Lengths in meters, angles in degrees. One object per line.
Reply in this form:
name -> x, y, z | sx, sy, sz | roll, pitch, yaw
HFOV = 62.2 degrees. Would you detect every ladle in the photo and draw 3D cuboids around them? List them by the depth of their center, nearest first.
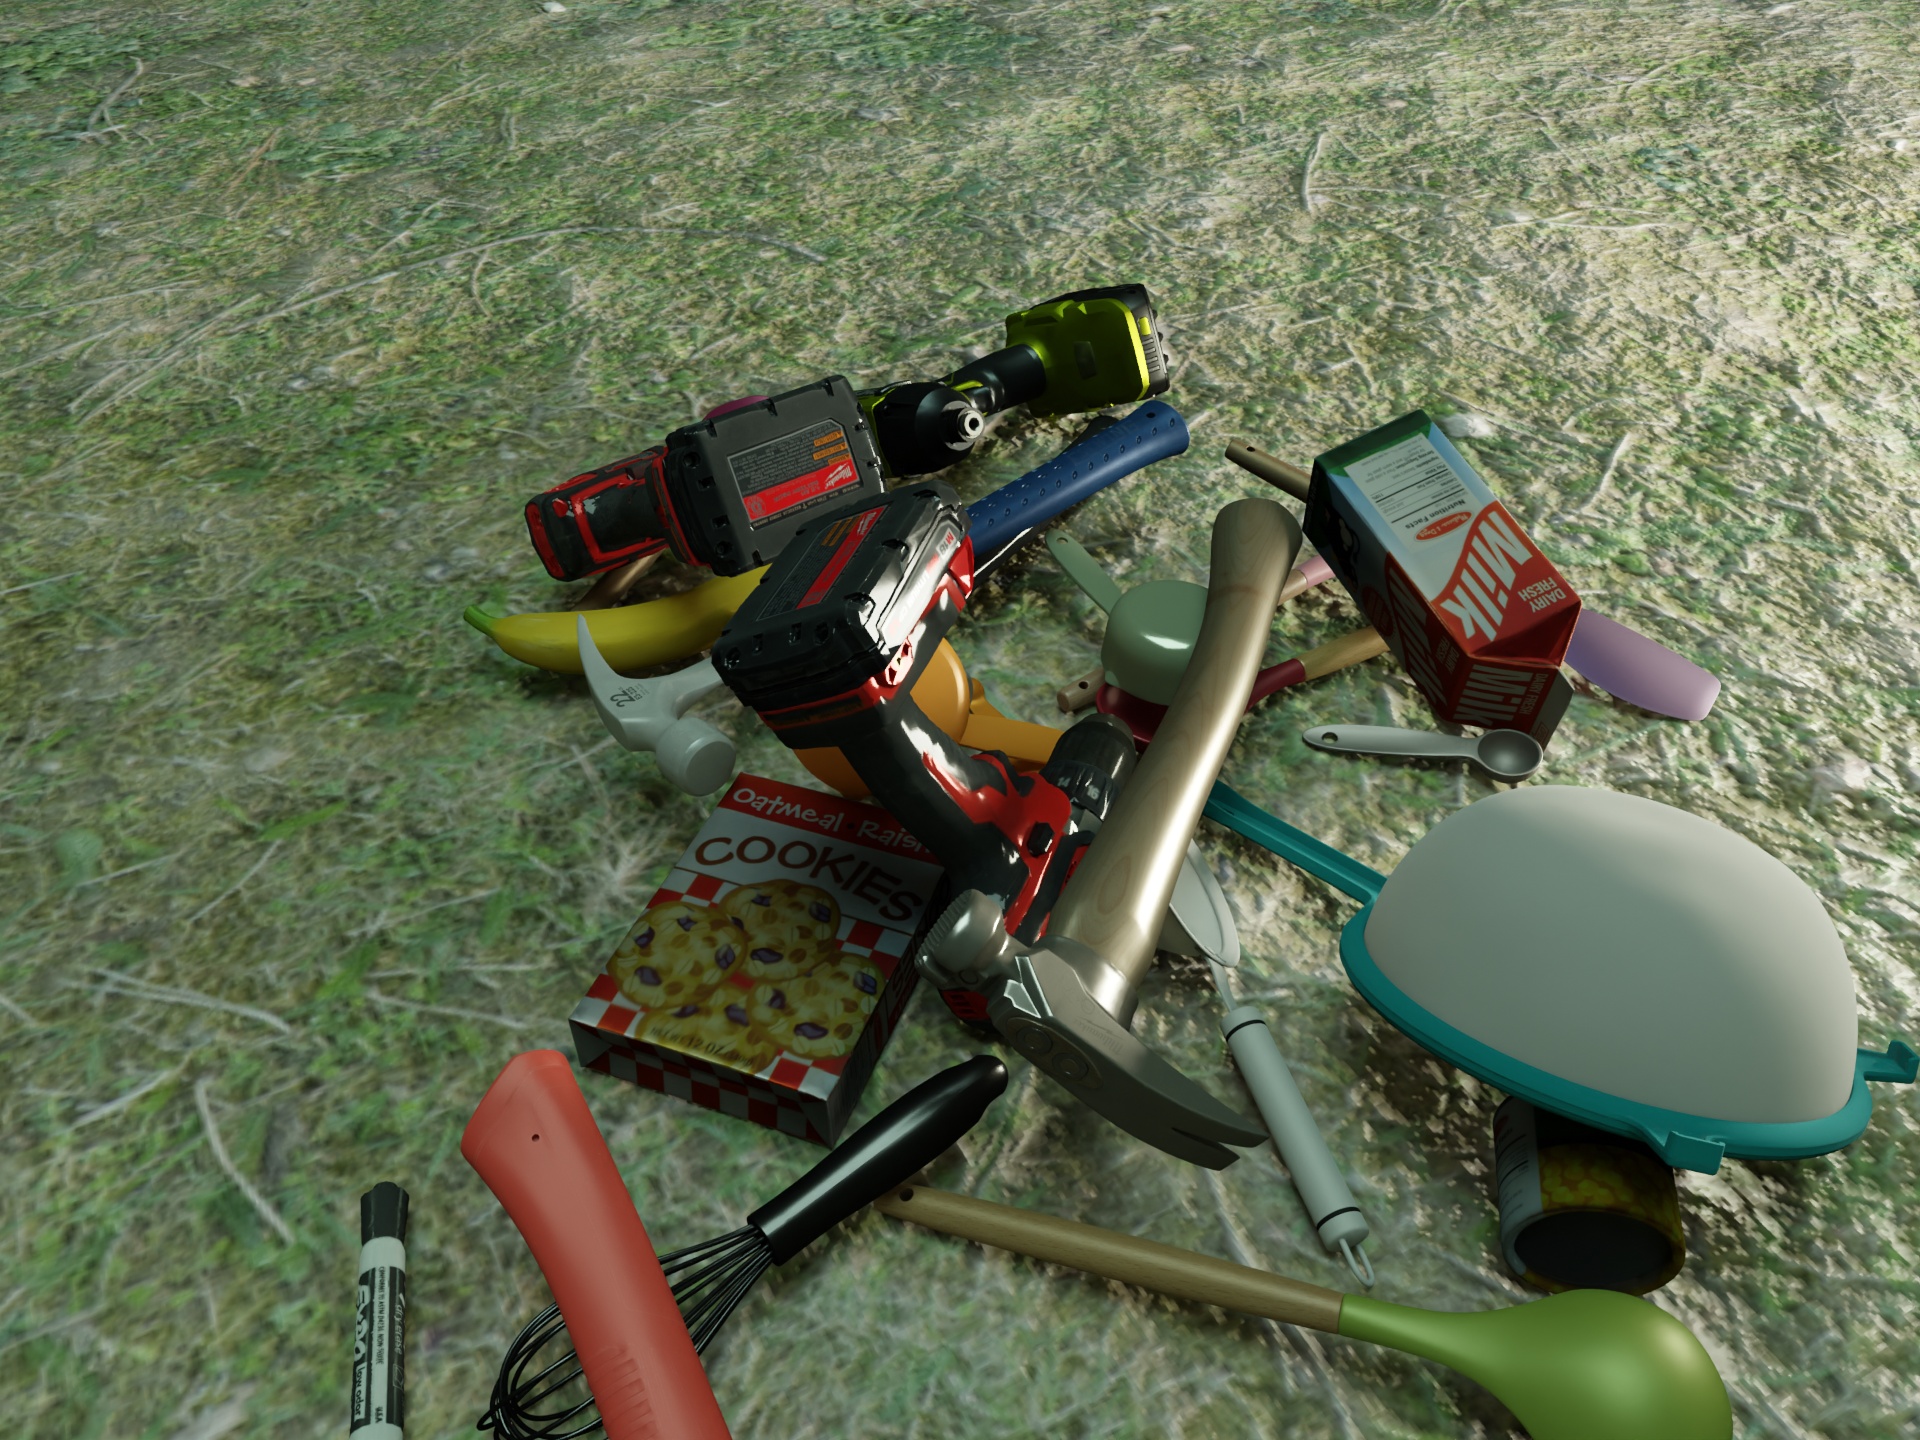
ladle -> 0.117, 0.222, 0.601 | 0.320, 0.062, 0.078 | 8, 50, 20
ladle -> 0.212, -0.038, 0.908 | 0.315, 0.031, 0.069 | -20, 47, -24

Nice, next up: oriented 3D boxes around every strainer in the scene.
strainer -> 0.232, 0.061, 0.697 | 0.211, 0.095, 0.341 | -3, 22, -39
strainer -> 0.118, 0.128, 0.698 | 0.050, 0.086, 0.259 | -37, 47, 16

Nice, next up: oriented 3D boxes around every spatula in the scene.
spatula -> 0.292, -0.088, 0.936 | 0.316, 0.018, 0.060 | 33, 52, 18

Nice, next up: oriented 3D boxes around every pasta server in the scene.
pasta server -> 0.184, -0.079, 0.948 | 0.316, 0.040, 0.060 | -27, 60, -26

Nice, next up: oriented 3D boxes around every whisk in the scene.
whisk -> -0.074, 0.196, 0.608 | 0.239, 0.055, 0.055 | -31, 49, -26

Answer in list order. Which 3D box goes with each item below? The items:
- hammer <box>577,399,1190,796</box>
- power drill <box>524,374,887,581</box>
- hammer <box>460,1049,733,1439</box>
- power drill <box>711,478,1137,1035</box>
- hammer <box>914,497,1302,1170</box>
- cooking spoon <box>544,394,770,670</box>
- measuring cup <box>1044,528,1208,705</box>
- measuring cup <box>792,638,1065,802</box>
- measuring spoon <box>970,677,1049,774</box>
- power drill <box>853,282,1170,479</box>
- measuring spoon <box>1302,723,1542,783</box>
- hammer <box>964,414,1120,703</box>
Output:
hammer -> -0.028, -0.093, 0.899 | 0.405, 0.035, 0.144 | -32, 45, -28
power drill -> -0.143, -0.130, 0.898 | 0.143, 0.078, 0.220 | -27, 16, -32
hammer -> -0.068, 0.257, 0.502 | 0.149, 0.036, 0.359 | -20, 57, -20
power drill -> 0.006, 0.005, 0.720 | 0.080, 0.226, 0.188 | -12, 33, 34
hammer -> 0.114, 0.014, 0.736 | 0.146, 0.038, 0.411 | 37, 41, -5
cooking spoon -> -0.184, -0.130, 1.025 | 0.069, 0.017, 0.319 | 22, 44, 8
measuring cup -> 0.094, -0.073, 0.888 | 0.083, 0.038, 0.168 | -17, 47, -24
measuring cup -> -0.001, -0.003, 0.798 | 0.173, 0.052, 0.095 | 11, 74, -24
measuring spoon -> 0.028, 0.009, 0.864 | 0.021, 0.011, 0.117 | -20, 44, -22
power drill -> 0.024, -0.216, 1.047 | 0.223, 0.080, 0.171 | -28, 21, -29
measuring spoon -> 0.247, 0.018, 0.855 | 0.124, 0.018, 0.034 | 6, 46, 17
hammer -> 0.015, -0.109, 0.981 | 0.146, 0.035, 0.335 | 16, 41, 27
